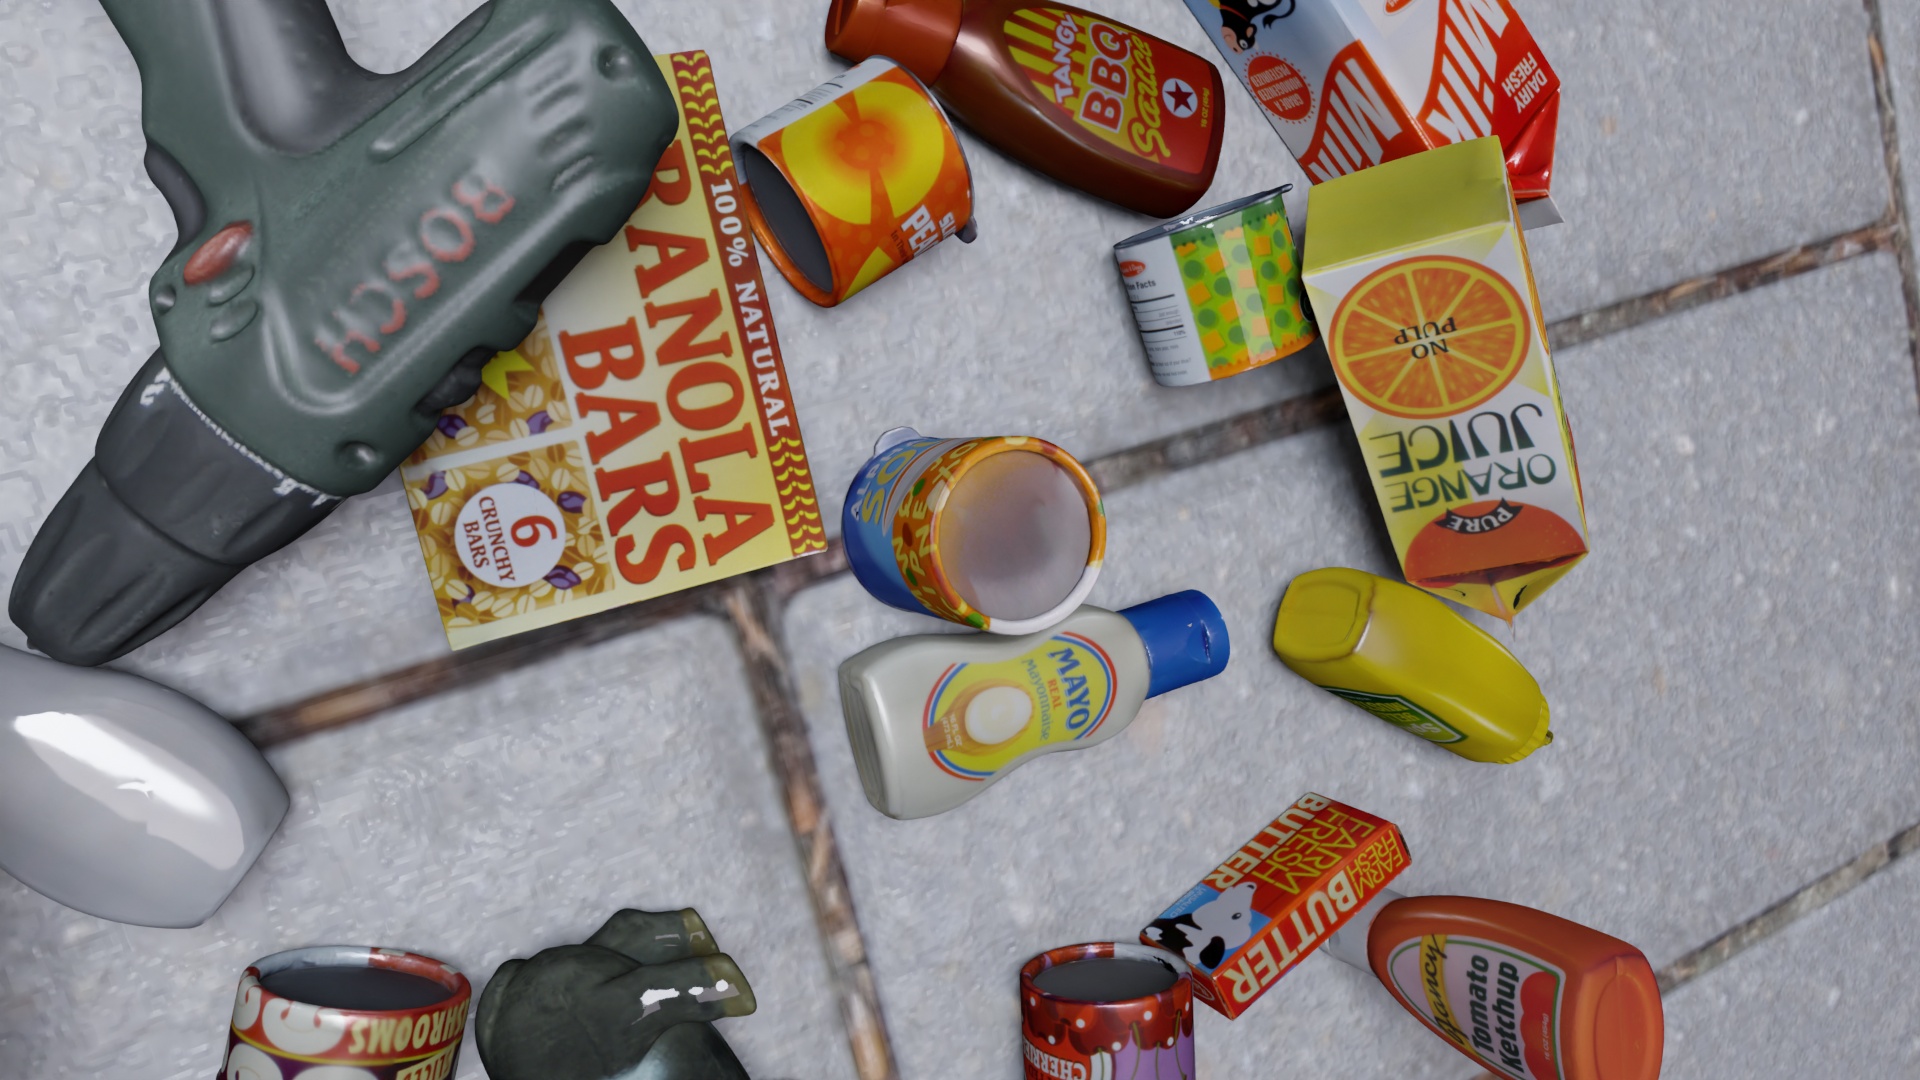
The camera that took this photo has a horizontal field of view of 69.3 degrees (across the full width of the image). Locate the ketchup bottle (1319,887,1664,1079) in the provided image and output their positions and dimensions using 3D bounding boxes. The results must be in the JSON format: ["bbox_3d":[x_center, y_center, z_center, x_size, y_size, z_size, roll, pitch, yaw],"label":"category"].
[{"bbox_3d":[0.199,0.168,0.544,0.043,0.149,0.064,-6,95,-23],"label":"ketchup bottle"}]

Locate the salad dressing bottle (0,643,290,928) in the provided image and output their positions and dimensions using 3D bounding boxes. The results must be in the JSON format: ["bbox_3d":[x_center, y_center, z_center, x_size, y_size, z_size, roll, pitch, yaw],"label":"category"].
[{"bbox_3d":[-0.267,0.053,0.388,0.147,0.044,0.064,38,84,-19],"label":"salad dressing bottle"}]

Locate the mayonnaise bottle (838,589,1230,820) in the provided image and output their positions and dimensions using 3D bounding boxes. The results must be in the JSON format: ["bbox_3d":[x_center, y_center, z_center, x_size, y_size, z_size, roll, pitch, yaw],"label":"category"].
[{"bbox_3d":[0.031,0.054,0.523,0.148,0.041,0.064,-15,97,-22],"label":"mayonnaise bottle"}]

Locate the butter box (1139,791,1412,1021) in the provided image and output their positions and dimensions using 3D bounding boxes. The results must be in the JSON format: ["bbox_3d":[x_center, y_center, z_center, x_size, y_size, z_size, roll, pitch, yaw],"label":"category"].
[{"bbox_3d":[0.128,0.145,0.564,0.104,0.053,0.024,-33,107,-19],"label":"butter box"}]

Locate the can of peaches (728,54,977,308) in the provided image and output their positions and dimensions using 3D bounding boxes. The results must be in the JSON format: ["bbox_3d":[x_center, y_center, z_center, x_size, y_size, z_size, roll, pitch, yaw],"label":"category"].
[{"bbox_3d":[-0.036,-0.119,0.470,0.058,0.071,0.071,-35,106,-18],"label":"can of peaches"}]

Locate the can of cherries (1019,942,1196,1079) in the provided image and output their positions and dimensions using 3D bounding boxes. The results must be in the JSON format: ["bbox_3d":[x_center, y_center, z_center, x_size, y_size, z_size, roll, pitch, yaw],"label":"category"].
[{"bbox_3d":[0.054,0.191,0.525,0.071,0.071,0.058,-4,94,-24],"label":"can of cherries"}]

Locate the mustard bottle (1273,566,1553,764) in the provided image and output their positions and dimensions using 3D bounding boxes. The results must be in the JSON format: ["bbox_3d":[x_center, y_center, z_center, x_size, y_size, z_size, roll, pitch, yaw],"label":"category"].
[{"bbox_3d":[0.206,0.061,0.591,0.160,0.065,0.049,27,77,-27],"label":"mustard bottle"}]

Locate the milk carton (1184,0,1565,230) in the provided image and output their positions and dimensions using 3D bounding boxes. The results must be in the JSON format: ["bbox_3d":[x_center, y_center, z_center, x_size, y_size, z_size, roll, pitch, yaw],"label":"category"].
[{"bbox_3d":[0.168,-0.195,0.557,0.073,0.072,0.190,-47,108,-15],"label":"milk carton"}]

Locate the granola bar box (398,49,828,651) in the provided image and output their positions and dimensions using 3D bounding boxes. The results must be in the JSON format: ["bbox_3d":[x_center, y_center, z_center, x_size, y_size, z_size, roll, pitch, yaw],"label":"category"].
[{"bbox_3d":[-0.123,-0.062,0.447,0.124,0.039,0.165,-16,99,-19],"label":"granola bar box"}]

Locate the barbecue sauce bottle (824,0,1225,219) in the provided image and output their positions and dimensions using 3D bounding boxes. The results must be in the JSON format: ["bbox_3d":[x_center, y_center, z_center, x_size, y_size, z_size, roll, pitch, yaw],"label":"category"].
[{"bbox_3d":[0.025,-0.169,0.508,0.148,0.043,0.065,14,72,-24],"label":"barbecue sauce bottle"}]

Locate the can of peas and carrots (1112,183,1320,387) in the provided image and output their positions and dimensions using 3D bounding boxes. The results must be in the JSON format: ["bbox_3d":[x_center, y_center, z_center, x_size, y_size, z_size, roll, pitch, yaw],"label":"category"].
[{"bbox_3d":[0.101,-0.097,0.533,0.071,0.071,0.058,-24,103,-21],"label":"can of peas and carrots"}]

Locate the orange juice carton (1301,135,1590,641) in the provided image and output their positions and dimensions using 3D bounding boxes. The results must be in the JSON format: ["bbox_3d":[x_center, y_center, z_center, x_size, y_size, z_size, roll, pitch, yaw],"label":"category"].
[{"bbox_3d":[0.198,-0.052,0.549,0.192,0.073,0.072,61,30,-31],"label":"orange juice carton"}]

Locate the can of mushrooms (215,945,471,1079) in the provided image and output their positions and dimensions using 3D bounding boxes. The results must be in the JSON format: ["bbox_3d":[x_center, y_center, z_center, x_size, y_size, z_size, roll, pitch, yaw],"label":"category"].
[{"bbox_3d":[-0.181,0.147,0.416,0.071,0.071,0.033,12,87,-24],"label":"can of mushrooms"}]

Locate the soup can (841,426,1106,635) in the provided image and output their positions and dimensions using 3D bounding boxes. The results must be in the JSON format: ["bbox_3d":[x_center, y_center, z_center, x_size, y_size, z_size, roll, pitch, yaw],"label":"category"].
[{"bbox_3d":[0.002,-0.006,0.484,0.071,0.084,0.071,-1,93,-24],"label":"soup can"}]
